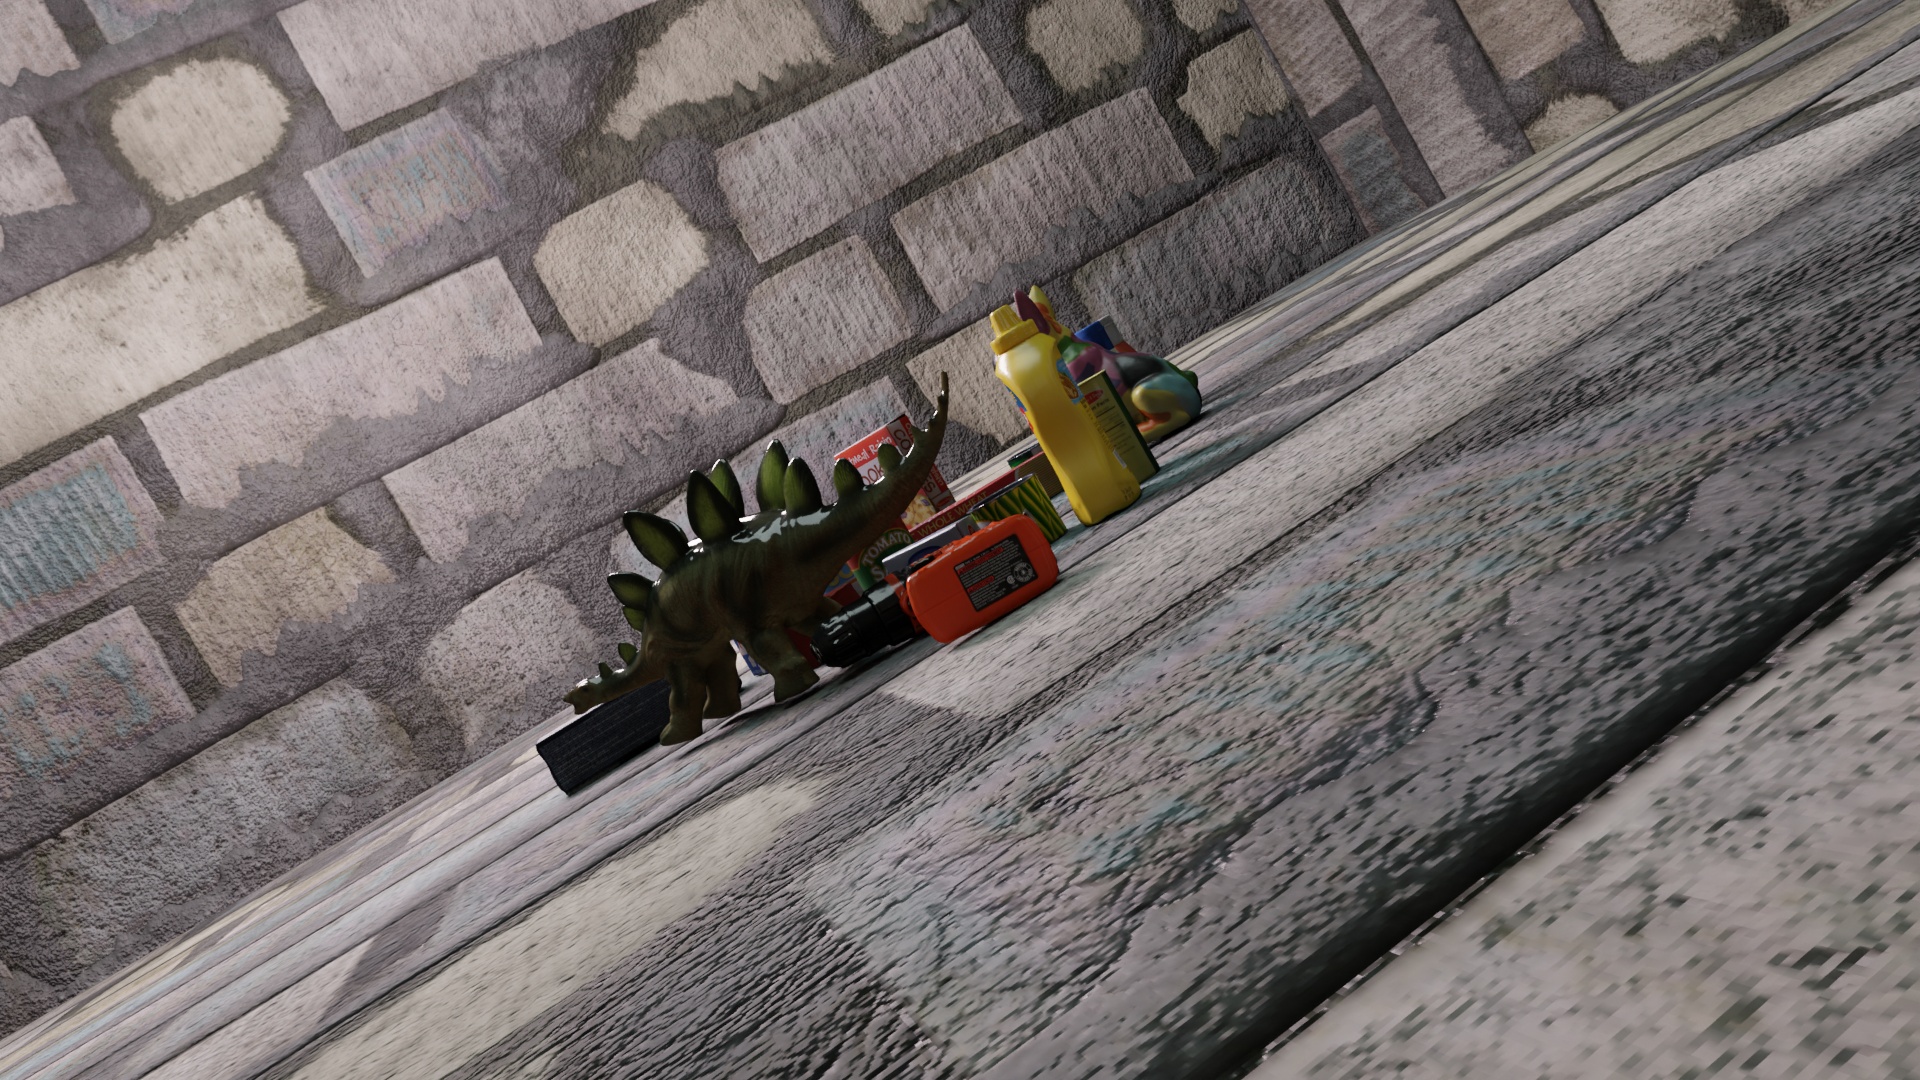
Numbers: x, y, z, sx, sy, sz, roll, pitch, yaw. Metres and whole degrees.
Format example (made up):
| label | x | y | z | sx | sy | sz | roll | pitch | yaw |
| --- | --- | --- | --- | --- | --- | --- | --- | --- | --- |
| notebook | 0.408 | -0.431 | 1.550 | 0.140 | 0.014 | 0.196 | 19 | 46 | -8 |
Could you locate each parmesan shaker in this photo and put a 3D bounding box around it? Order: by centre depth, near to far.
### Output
| label | x | y | z | sx | sy | sz | roll | pitch | yaw |
| --- | --- | --- | --- | --- | --- | --- | --- | --- | --- |
| parmesan shaker | 0.124 | -0.092 | 1.250 | 0.071 | 0.103 | 0.071 | -30 | 4 | 3 |

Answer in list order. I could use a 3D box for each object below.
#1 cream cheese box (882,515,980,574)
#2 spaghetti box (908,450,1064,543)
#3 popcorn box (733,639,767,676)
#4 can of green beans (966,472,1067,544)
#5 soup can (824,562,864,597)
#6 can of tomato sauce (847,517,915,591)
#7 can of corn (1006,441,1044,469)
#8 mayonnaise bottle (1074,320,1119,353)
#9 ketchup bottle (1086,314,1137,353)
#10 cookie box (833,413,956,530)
| label | x | y | z | sx | sy | sz | roll | pitch | yaw |
| --- | --- | --- | --- | --- | --- | --- | --- | --- | --- |
| cream cheese box | -0.018 | 0.021 | 1.226 | 0.103 | 0.053 | 0.024 | -26 | 6 | 42 |
| spaghetti box | 0.005 | -0.019 | 1.539 | 0.251 | 0.050 | 0.028 | -31 | 4 | -16 |
| popcorn box | -0.197 | 0.088 | 1.405 | 0.038 | 0.085 | 0.126 | -32 | 5 | -27 |
| can of green beans | 0.049 | -0.017 | 1.190 | 0.071 | 0.058 | 0.071 | -30 | 4 | 3 |
| soup can | -0.118 | 0.040 | 1.450 | 0.071 | 0.083 | 0.071 | -30 | 4 | 3 |
| can of tomato sauce | -0.067 | 0.024 | 1.307 | 0.071 | 0.083 | 0.071 | -30 | 4 | 3 |
| can of corn | 0.096 | -0.085 | 1.640 | 0.071 | 0.058 | 0.071 | -30 | 4 | 3 |
| mayonnaise bottle | 0.184 | -0.187 | 1.642 | 0.041 | 0.148 | 0.064 | -31 | 4 | -9 |
| ketchup bottle | 0.204 | -0.206 | 1.713 | 0.064 | 0.148 | 0.044 | -27 | 5 | 33 |
| cookie box | -0.072 | -0.059 | 1.714 | 0.040 | 0.167 | 0.122 | -33 | 5 | -40 |
